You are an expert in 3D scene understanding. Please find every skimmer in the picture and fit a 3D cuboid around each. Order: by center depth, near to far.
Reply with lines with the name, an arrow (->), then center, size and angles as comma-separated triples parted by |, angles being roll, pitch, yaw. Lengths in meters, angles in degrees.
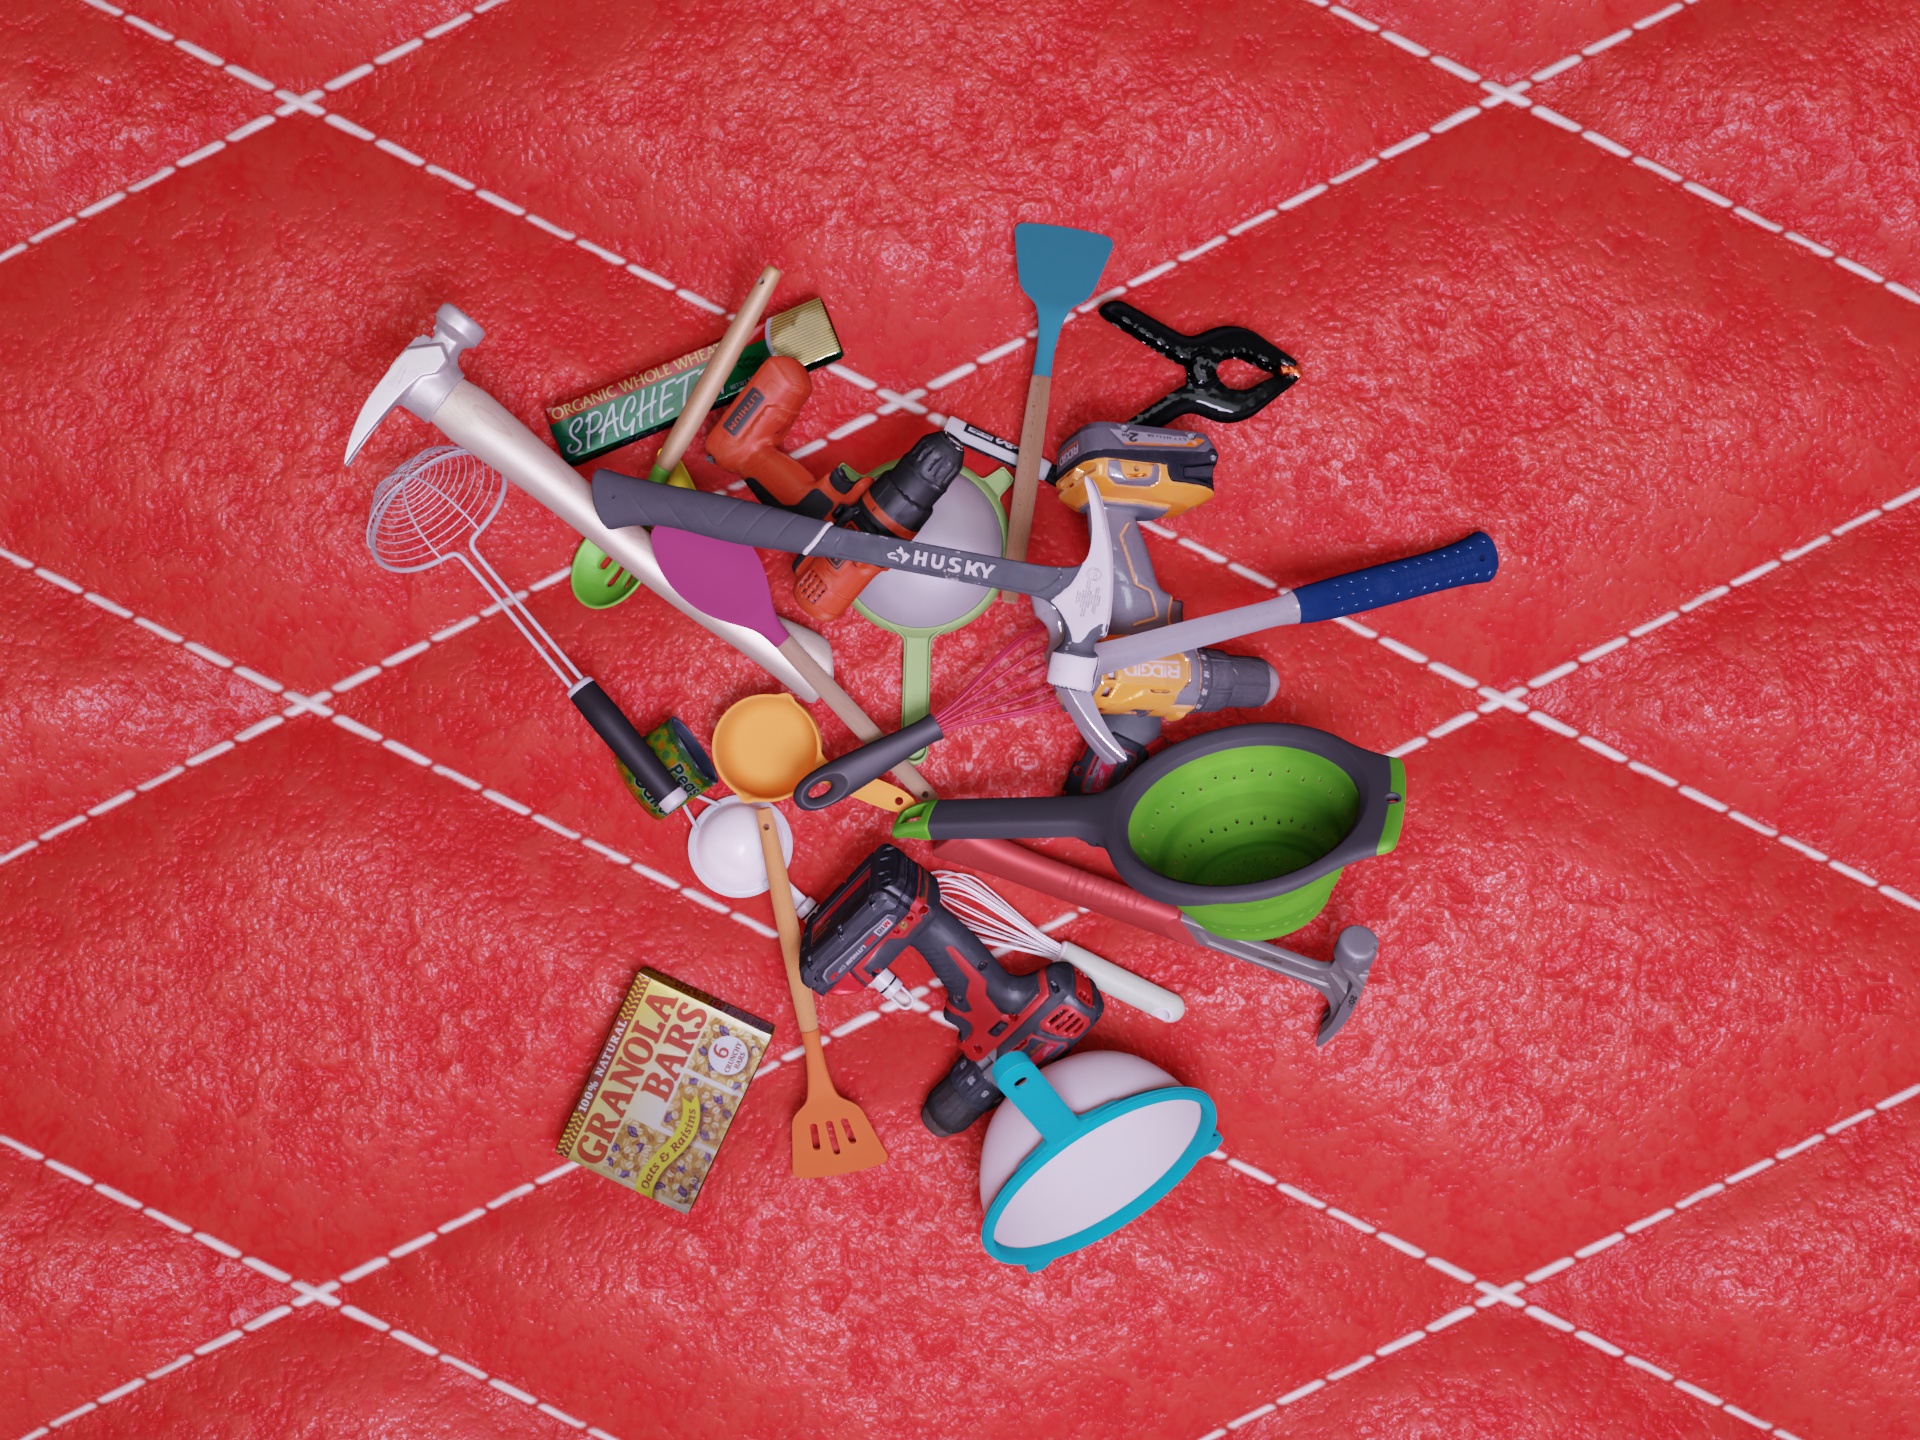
skimmer -> -0.339, -0.071, 1.280 | 0.127, 0.090, 0.363 | -40, 89, -6

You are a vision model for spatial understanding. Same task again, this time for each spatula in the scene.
spatula -> 0.063, -0.252, 1.296 | 0.082, 0.044, 0.317 | 9, 90, -1
spatula -> -0.128, 0.227, 1.300 | 0.081, 0.041, 0.322 | -11, 96, 0

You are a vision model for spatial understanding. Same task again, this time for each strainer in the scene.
strainer -> 0.071, 0.297, 1.214 | 0.211, 0.340, 0.095 | -34, 51, -2
strainer -> -0.035, -0.091, 1.292 | 0.151, 0.069, 0.256 | 2, 90, 0
strainer -> -0.132, 0.149, 1.316 | 0.258, 0.050, 0.087 | 44, 77, -4

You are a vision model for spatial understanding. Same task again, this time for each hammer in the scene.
hammer -> -0.085, -0.135, 1.164 | 0.409, 0.036, 0.149 | 13, 95, 14
hammer -> 0.250, -0.079, 1.232 | 0.405, 0.035, 0.144 | -15, 90, -22
hammer -> -0.275, -0.139, 1.249 | 0.410, 0.038, 0.146 | 38, 85, -15
hammer -> 0.149, 0.160, 1.293 | 0.359, 0.149, 0.037 | 19, 53, 10

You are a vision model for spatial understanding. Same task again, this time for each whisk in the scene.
whisk -> -0.002, -0.004, 1.277 | 0.296, 0.073, 0.073 | -28, 91, -10
whisk -> 0.075, 0.189, 1.314 | 0.246, 0.059, 0.057 | 26, 135, -4

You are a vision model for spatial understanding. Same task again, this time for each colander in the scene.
colander -> 0.140, 0.100, 1.217 | 0.397, 0.205, 0.094 | -3, 125, 22

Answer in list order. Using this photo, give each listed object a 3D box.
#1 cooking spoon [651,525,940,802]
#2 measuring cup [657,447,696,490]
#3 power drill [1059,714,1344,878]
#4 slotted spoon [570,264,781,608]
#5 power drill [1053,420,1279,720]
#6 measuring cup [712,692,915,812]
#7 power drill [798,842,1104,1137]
cooking spoon -> -0.125, -0.044, 1.271 | 0.069, 0.017, 0.318 | -43, 105, -4
measuring cup -> -0.211, -0.153, 1.316 | 0.062, 0.029, 0.156 | -25, 88, 1
power drill -> 0.198, 0.066, 1.294 | 0.219, 0.078, 0.143 | 24, 92, 3
slotted spoon -> -0.225, -0.224, 1.278 | 0.070, 0.031, 0.313 | 40, 107, 23
power drill -> 0.163, -0.112, 1.261 | 0.185, 0.084, 0.226 | 3, 79, -20
measuring cup -> -0.118, 0.037, 1.307 | 0.173, 0.052, 0.095 | 22, 92, -2
power drill -> -0.023, 0.226, 1.270 | 0.226, 0.080, 0.188 | 38, 110, -17
